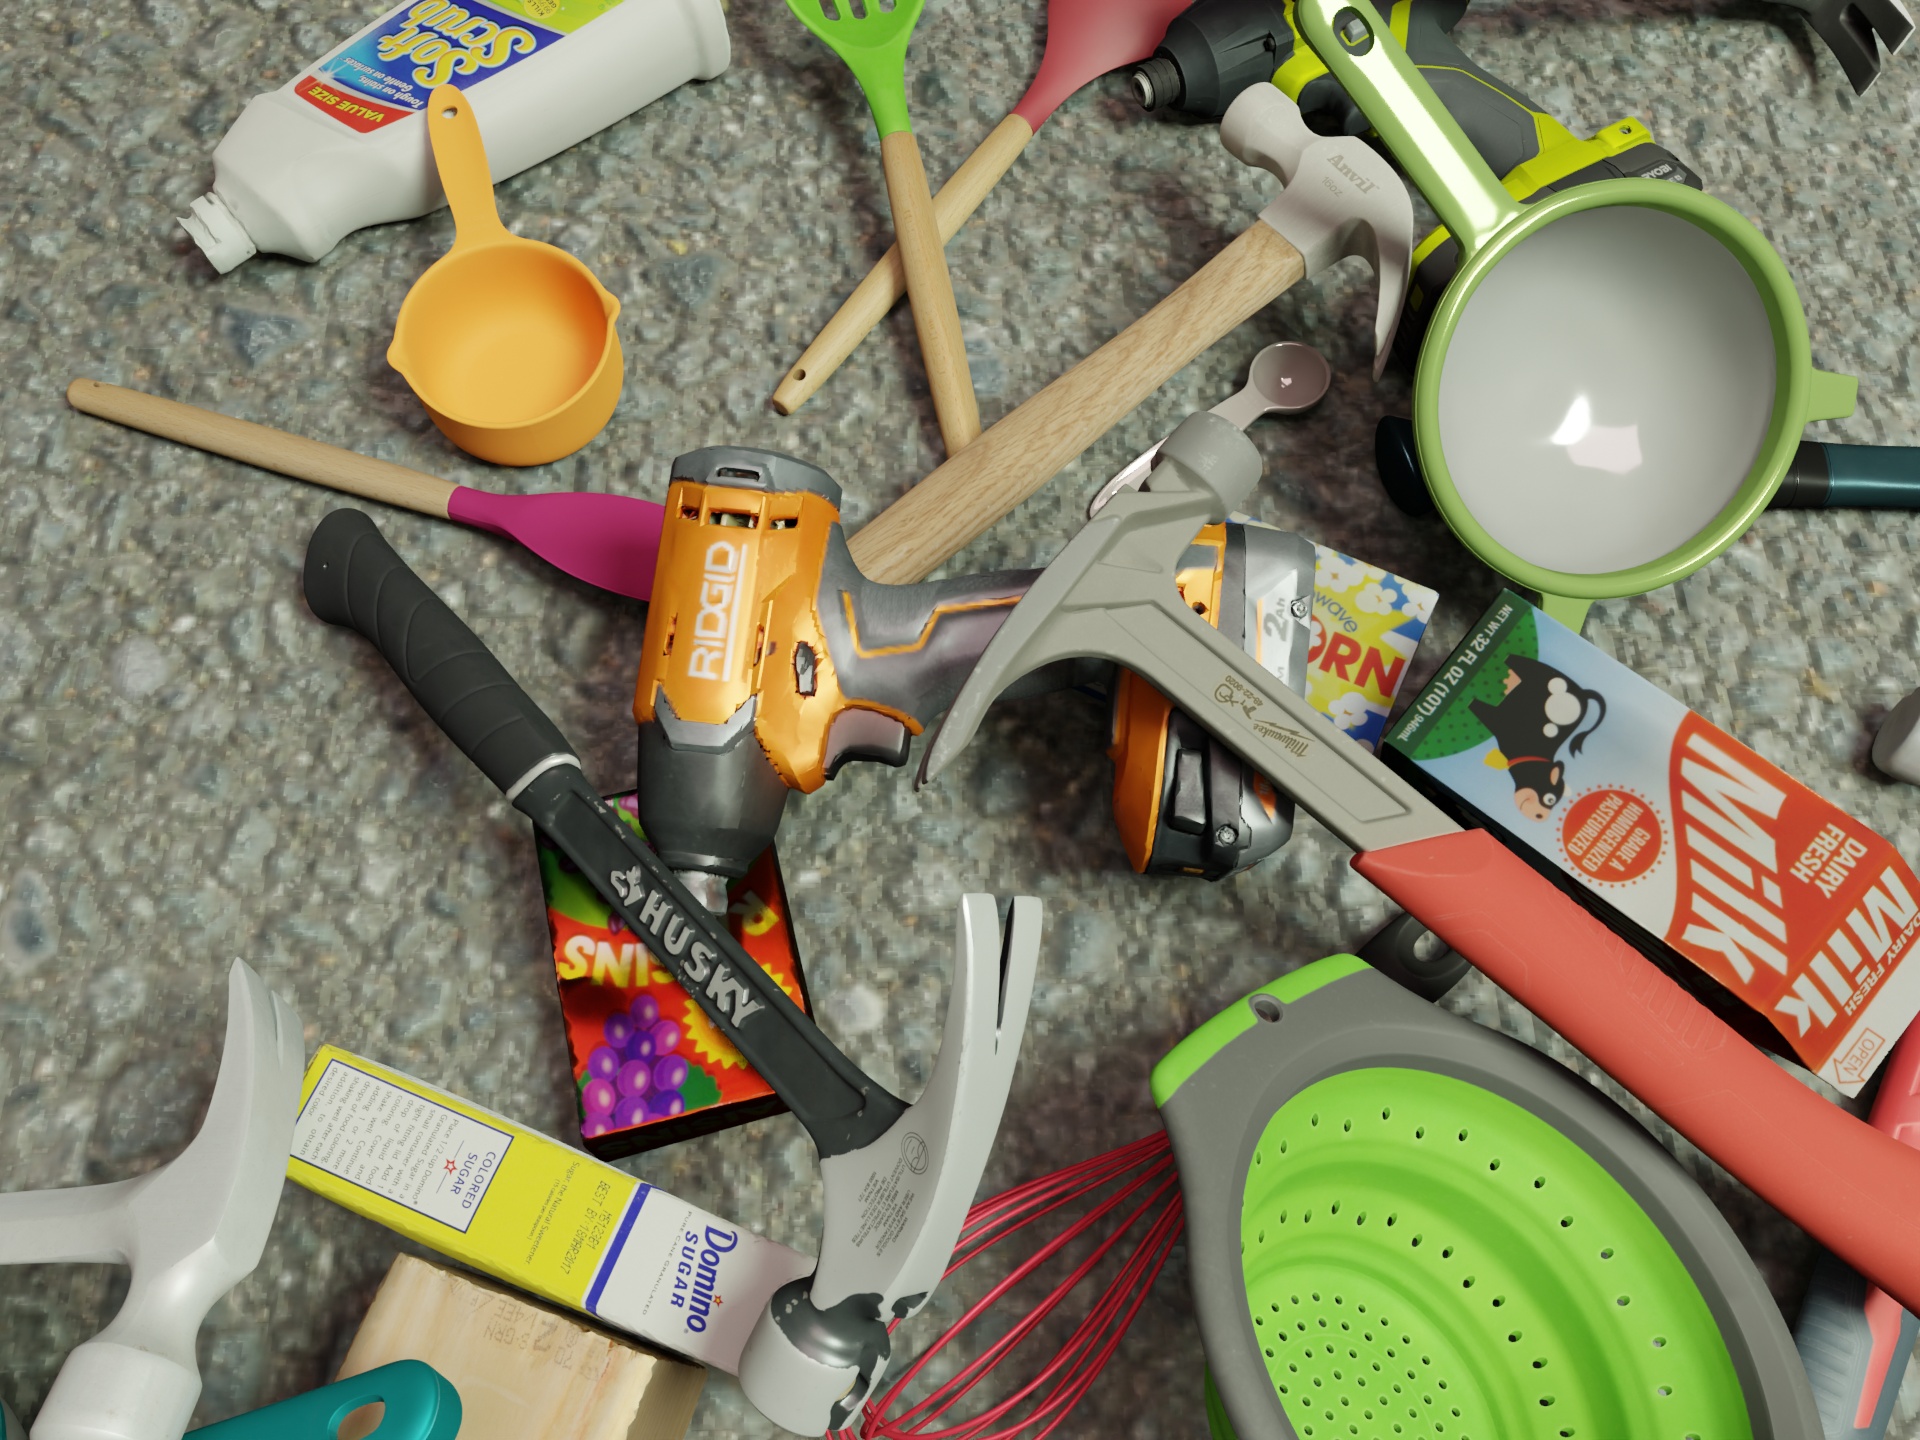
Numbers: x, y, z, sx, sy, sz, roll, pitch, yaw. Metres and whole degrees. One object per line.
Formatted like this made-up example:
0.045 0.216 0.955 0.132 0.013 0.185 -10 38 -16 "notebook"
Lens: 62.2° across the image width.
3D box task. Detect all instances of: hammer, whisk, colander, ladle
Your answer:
-0.384 0.157 0.488 0.405 0.035 0.144 -8 44 15 "hammer"
0.076 0.149 0.540 0.296 0.073 0.073 -34 70 -20 "whisk"
0.340 -0.101 0.656 0.331 0.033 0.128 2 67 1 "hammer"
0.269 -0.333 0.694 0.334 0.035 0.146 -9 57 -24 "hammer"
0.188 0.255 0.443 0.204 0.094 0.397 -19 60 -39 "colander"
0.012 -0.256 0.731 0.069 0.031 0.315 32 72 13 "ladle"
-0.127 0.025 0.522 0.409 0.036 0.149 38 107 38 "hammer"
0.163 0.069 0.487 0.359 0.036 0.149 39 78 1 "hammer"
0.330 0.173 0.535 0.143 0.038 0.386 29 70 11 "hammer"
0.040 -0.116 0.630 0.331 0.031 0.130 -39 63 -2 "hammer"

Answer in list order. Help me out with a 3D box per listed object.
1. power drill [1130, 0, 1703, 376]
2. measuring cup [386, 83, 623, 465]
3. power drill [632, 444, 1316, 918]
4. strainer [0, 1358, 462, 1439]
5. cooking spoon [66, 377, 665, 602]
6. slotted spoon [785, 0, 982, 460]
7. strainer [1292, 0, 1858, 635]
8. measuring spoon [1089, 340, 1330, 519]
0.196 -0.259 0.705 0.171 0.080 0.223 -27 65 -12 "power drill"
-0.199 -0.189 0.681 0.095 0.052 0.174 -16 72 -7 "measuring cup"
-0.001 -0.002 0.552 0.226 0.084 0.164 7 79 3 "power drill"
-0.279 0.255 0.445 0.340 0.095 0.211 -20 43 5 "strainer"
-0.233 -0.097 0.664 0.319 0.017 0.069 17 37 9 "cooking spoon"
-0.025 -0.230 0.694 0.070 0.031 0.314 -11 77 -7 "slotted spoon"
0.200 -0.163 0.593 0.151 0.069 0.256 -41 102 4 "strainer"
0.105 -0.118 0.679 0.124 0.018 0.034 -36 69 -7 "measuring spoon"
